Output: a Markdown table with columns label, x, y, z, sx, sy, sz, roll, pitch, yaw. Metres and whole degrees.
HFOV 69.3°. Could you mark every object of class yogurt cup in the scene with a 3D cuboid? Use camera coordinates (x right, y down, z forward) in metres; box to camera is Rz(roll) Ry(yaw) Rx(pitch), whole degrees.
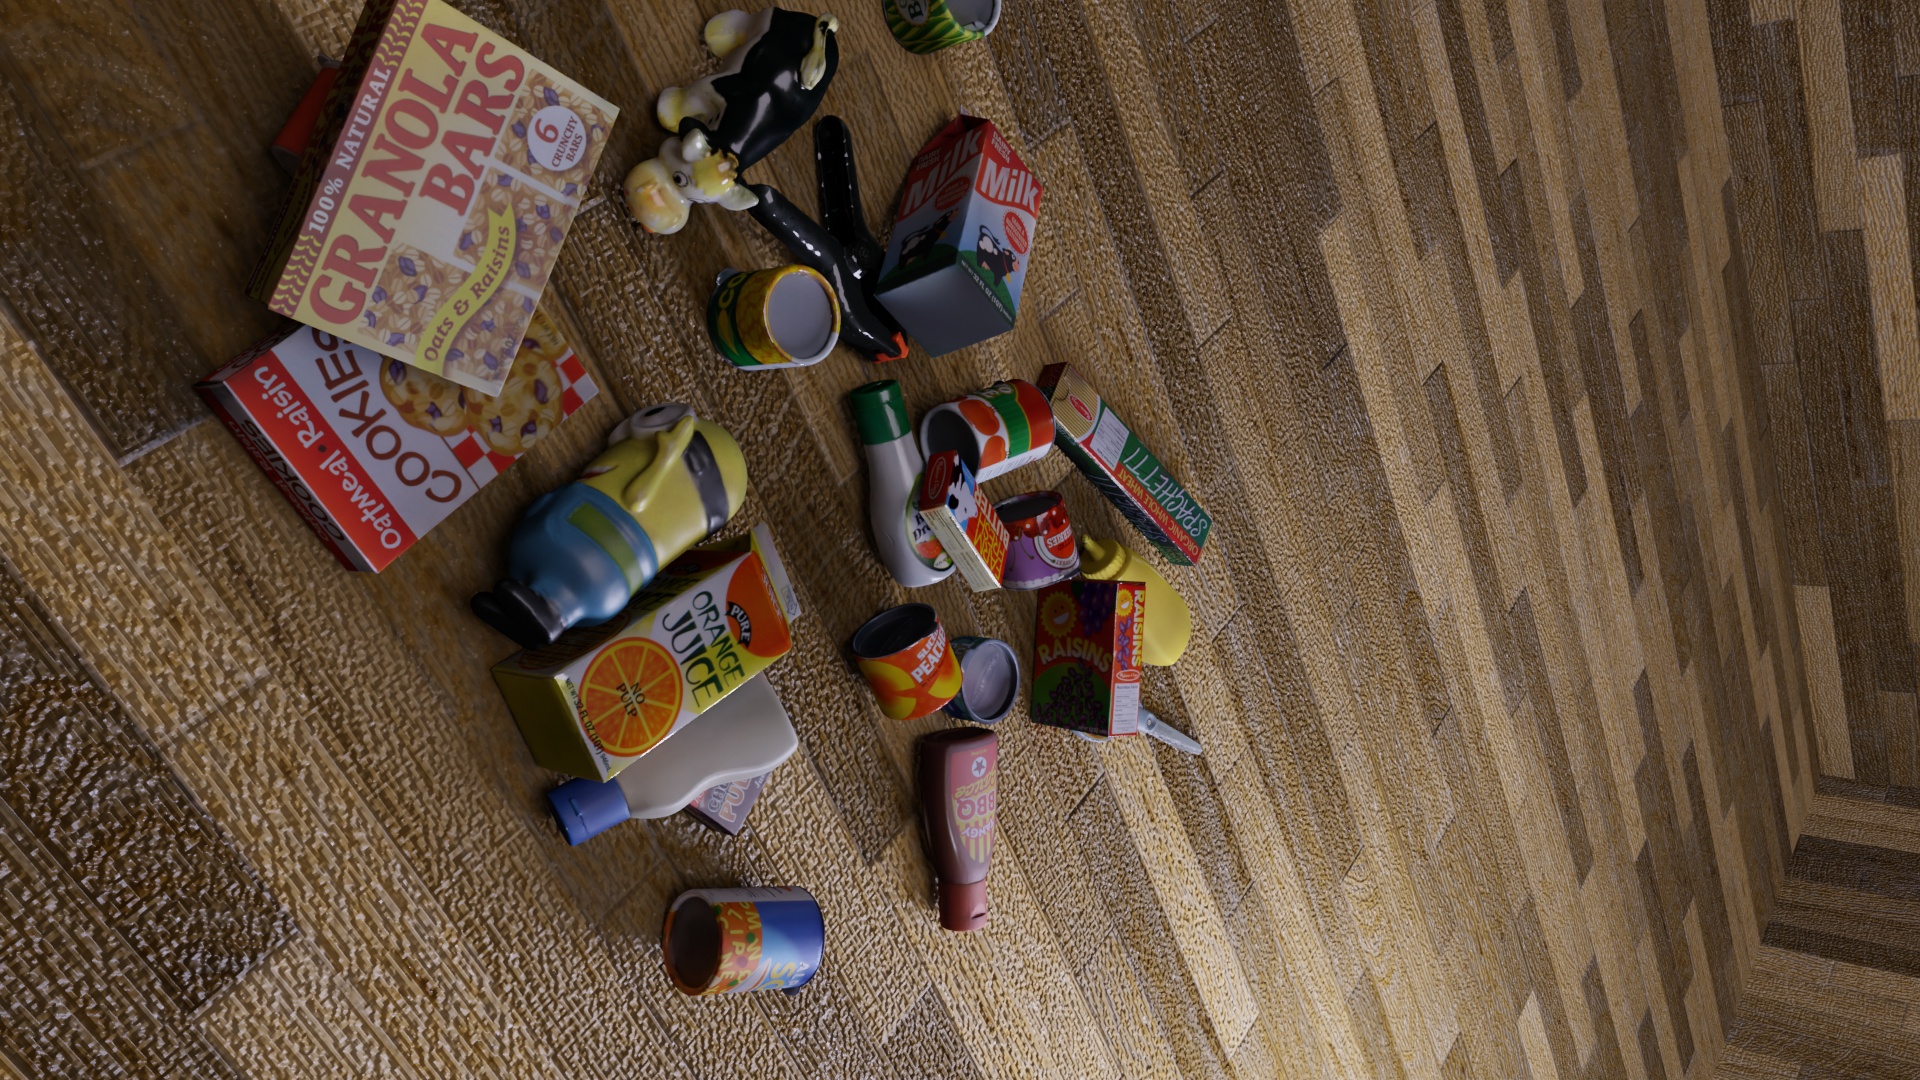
| label | x | y | z | sx | sy | sz | roll | pitch | yaw |
| --- | --- | --- | --- | --- | --- | --- | --- | --- | --- |
| yogurt cup | -0.311 | -0.201 | 0.709 | 0.072 | 0.072 | 0.054 | 45 | 69 | -37 |

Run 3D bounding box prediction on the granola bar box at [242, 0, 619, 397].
| label | x | y | z | sx | sy | sz | roll | pitch | yaw |
| --- | --- | --- | --- | --- | --- | --- | --- | --- | --- |
| granola bar box | -0.260 | -0.171 | 0.693 | 0.124 | 0.039 | 0.165 | 23 | 89 | -46 |

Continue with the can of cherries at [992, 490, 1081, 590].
| label | x | y | z | sx | sy | sz | roll | pitch | yaw |
| --- | --- | --- | --- | --- | --- | --- | --- | --- | --- |
| can of cherries | 0.058 | -0.001 | 1.086 | 0.072 | 0.071 | 0.058 | -32 | 114 | -40 |

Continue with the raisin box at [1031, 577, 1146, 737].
| label | x | y | z | sx | sy | sz | roll | pitch | yaw |
| --- | --- | --- | --- | --- | --- | --- | --- | --- | --- |
| raisin box | 0.104 | 0.092 | 1.127 | 0.040 | 0.086 | 0.123 | 4 | 89 | -44 |

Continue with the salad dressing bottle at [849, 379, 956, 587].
| label | x | y | z | sx | sy | sz | roll | pitch | yaw |
| --- | --- | --- | --- | --- | --- | --- | --- | --- | --- |
| salad dressing bottle | -0.043 | -0.041 | 1.001 | 0.064 | 0.044 | 0.147 | -35 | 116 | -46 |

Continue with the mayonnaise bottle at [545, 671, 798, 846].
| label | x | y | z | sx | sy | sz | roll | pitch | yaw |
| --- | --- | --- | --- | --- | --- | --- | --- | --- | --- |
| mayonnaise bottle | -0.177 | 0.136 | 0.851 | 0.148 | 0.041 | 0.065 | -25 | 80 | -25 |

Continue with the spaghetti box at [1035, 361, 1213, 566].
| label | x | y | z | sx | sy | sz | roll | pitch | yaw |
| --- | --- | --- | --- | --- | --- | --- | --- | --- | --- |
| spaghetti box | 0.142 | -0.060 | 1.200 | 0.249 | 0.028 | 0.050 | 42 | 63 | -38 |

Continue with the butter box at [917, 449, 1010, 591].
| label | x | y | z | sx | sy | sz | roll | pitch | yaw |
| --- | --- | --- | --- | --- | --- | --- | --- | --- | --- |
| butter box | 0.004 | -0.013 | 1.008 | 0.103 | 0.024 | 0.053 | 56 | 34 | -44 |

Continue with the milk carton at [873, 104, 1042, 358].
| label | x | y | z | sx | sy | sz | roll | pitch | yaw |
| --- | --- | --- | --- | --- | --- | --- | --- | --- | --- |
| milk carton | 0.004 | -0.231 | 1.002 | 0.072 | 0.073 | 0.191 | 45 | 44 | -37 |

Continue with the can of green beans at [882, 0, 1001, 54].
| label | x | y | z | sx | sy | sz | roll | pitch | yaw |
| --- | --- | --- | --- | --- | --- | --- | --- | --- | --- |
| can of green beans | -0.013 | -0.392 | 1.007 | 0.071 | 0.058 | 0.071 | -3 | 94 | -45 |

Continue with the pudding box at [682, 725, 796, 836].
| label | x | y | z | sx | sy | sz | roll | pitch | yaw |
| --- | --- | --- | --- | --- | --- | --- | --- | --- | --- |
| pudding box | -0.150 | 0.144 | 0.910 | 0.049 | 0.030 | 0.084 | 47 | 59 | -35 |

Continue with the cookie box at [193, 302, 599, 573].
| label | x | y | z | sx | sy | sz | roll | pitch | yaw |
| --- | --- | --- | --- | --- | --- | --- | --- | --- | --- |
| cookie box | -0.295 | -0.081 | 0.747 | 0.168 | 0.040 | 0.122 | -49 | 124 | -34 |

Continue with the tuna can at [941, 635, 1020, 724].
| label | x | y | z | sx | sy | sz | roll | pitch | yaw |
| --- | --- | --- | --- | --- | --- | --- | --- | --- | --- |
| tuna can | 0.011 | 0.106 | 1.071 | 0.071 | 0.033 | 0.071 | -3 | 94 | -46 |

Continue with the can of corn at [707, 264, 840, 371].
| label | x | y | z | sx | sy | sz | roll | pitch | yaw |
| --- | --- | --- | --- | --- | --- | --- | --- | --- | --- |
| can of corn | -0.122 | -0.147 | 0.906 | 0.071 | 0.058 | 0.071 | -3 | 94 | -46 |

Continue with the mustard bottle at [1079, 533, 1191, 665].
| label | x | y | z | sx | sy | sz | roll | pitch | yaw |
| --- | --- | --- | --- | --- | --- | --- | --- | --- | --- |
| mustard bottle | 0.142 | 0.042 | 1.190 | 0.159 | 0.049 | 0.065 | 50 | 56 | -34 |

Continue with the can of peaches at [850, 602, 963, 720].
| label | x | y | z | sx | sy | sz | roll | pitch | yaw |
| --- | --- | --- | --- | --- | --- | --- | --- | --- | --- |
| can of peaches | -0.036 | 0.087 | 0.995 | 0.071 | 0.071 | 0.058 | -42 | 121 | -36 |

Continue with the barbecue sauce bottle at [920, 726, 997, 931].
| label | x | y | z | sx | sy | sz | roll | pitch | yaw |
| --- | --- | --- | --- | --- | --- | --- | --- | --- | --- |
| barbecue sauce bottle | 0.000 | 0.220 | 1.057 | 0.065 | 0.043 | 0.148 | -5 | 96 | -46 |

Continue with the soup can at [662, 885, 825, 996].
| label | x | y | z | sx | sy | sz | roll | pitch | yaw |
| --- | --- | --- | --- | --- | --- | --- | --- | --- | --- |
| soup can | -0.140 | 0.261 | 0.899 | 0.084 | 0.071 | 0.071 | 12 | 83 | -45 |

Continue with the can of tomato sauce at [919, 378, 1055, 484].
| label | x | y | z | sx | sy | sz | roll | pitch | yaw |
| --- | --- | --- | --- | --- | --- | --- | --- | --- | --- |
| can of tomato sauce | 0.019 | -0.082 | 1.048 | 0.083 | 0.071 | 0.071 | -24 | 108 | -42 |

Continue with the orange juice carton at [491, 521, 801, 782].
| label | x | y | z | sx | sy | sz | roll | pitch | yaw |
| --- | --- | --- | --- | --- | --- | --- | --- | --- | --- |
| orange juice carton | -0.176 | 0.062 | 0.850 | 0.193 | 0.073 | 0.071 | -36 | 115 | -39 |
